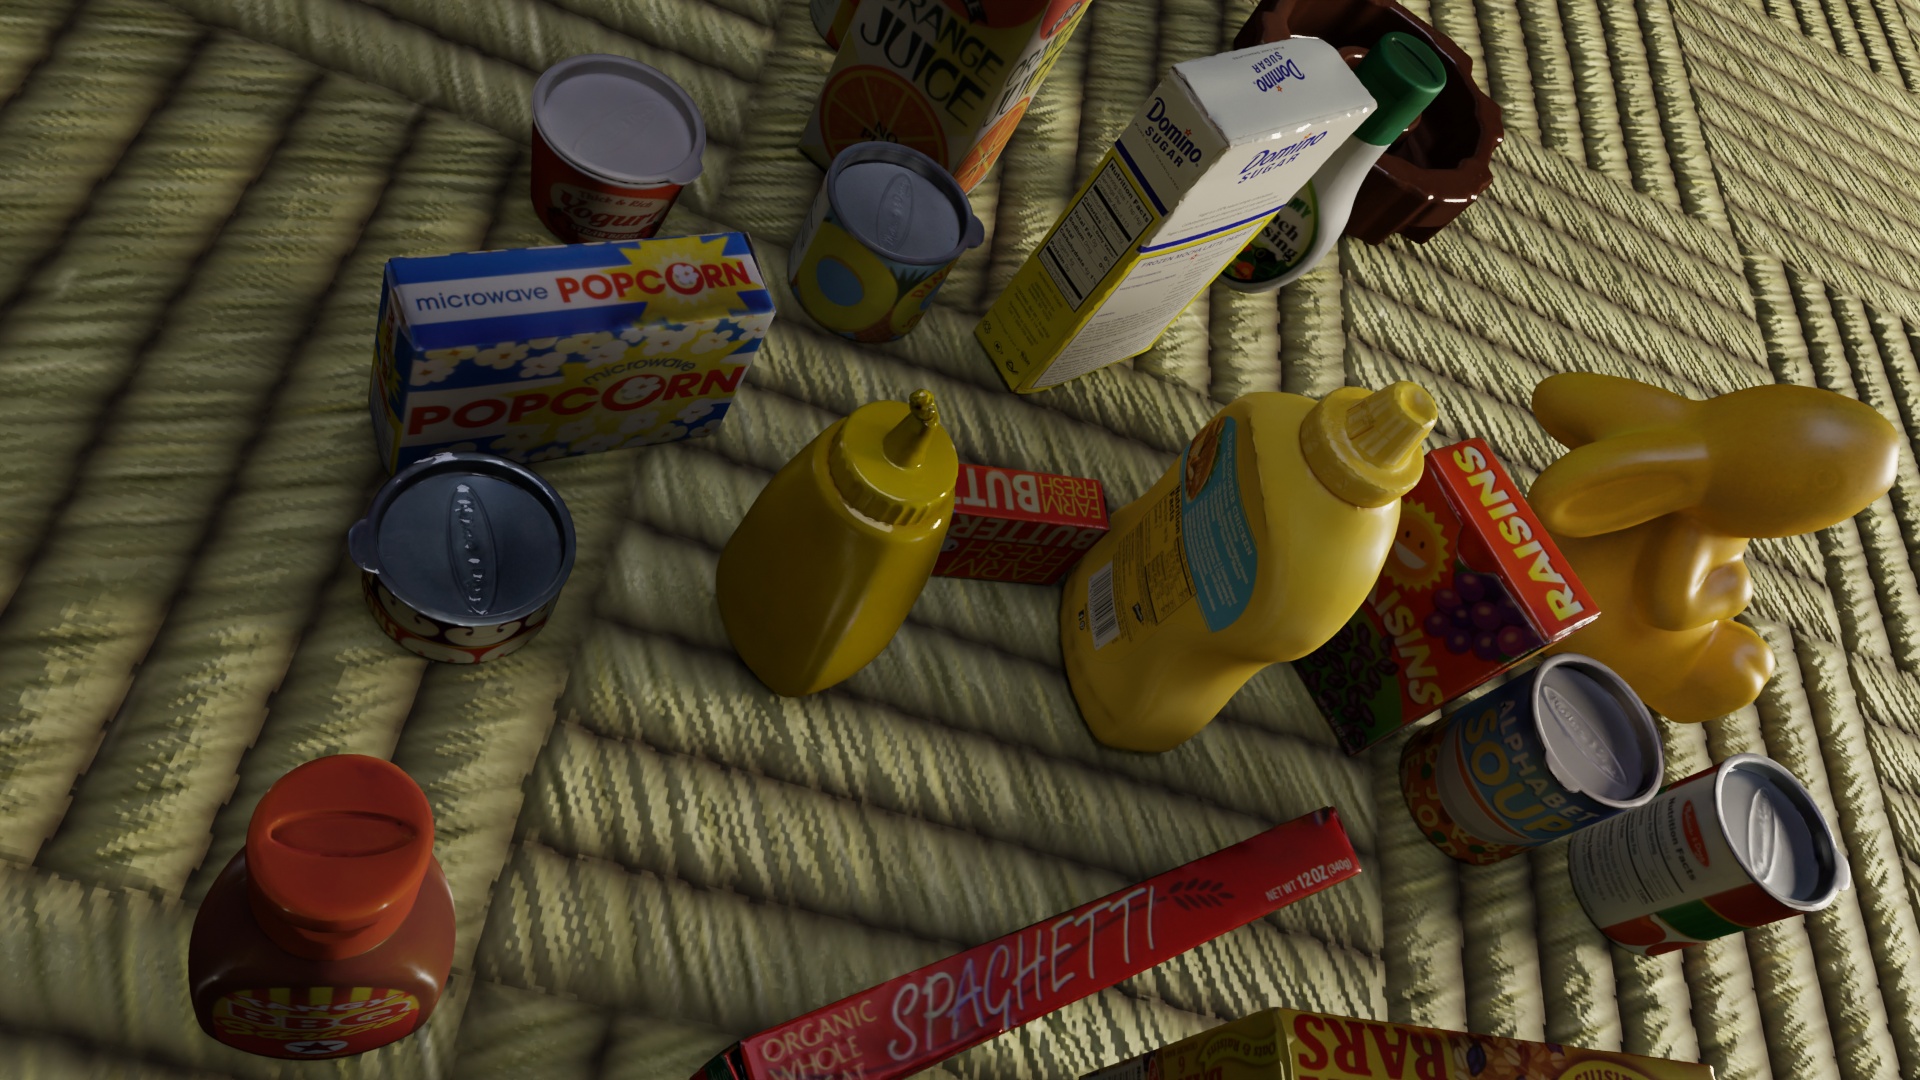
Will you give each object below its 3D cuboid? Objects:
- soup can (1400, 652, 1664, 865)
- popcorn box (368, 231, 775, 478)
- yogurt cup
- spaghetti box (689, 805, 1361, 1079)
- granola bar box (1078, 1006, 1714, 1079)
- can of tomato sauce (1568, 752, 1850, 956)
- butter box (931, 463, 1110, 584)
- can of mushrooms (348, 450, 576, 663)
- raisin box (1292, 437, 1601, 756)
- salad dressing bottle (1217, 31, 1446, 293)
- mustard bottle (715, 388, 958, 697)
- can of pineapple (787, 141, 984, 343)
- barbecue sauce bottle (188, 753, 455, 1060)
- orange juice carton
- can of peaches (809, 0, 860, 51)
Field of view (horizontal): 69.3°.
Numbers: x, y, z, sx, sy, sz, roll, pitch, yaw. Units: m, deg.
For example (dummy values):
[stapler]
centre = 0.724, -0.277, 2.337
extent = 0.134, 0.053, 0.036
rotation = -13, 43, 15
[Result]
[soup can]
centre = 0.236, 0.095, 0.584
extent = 0.071, 0.083, 0.071
rotation = 13, 57, -20
[popcorn box]
centre = -0.139, -0.066, 0.493
extent = 0.127, 0.084, 0.038
rotation = -13, 68, -32
[yogurt cup]
centre = -0.143, -0.154, 0.564
extent = 0.072, 0.053, 0.073
rotation = 12, 57, -20
[spaghetti box]
centre = 0.032, 0.144, 0.473
extent = 0.251, 0.050, 0.029
rotation = -12, 68, -32
[granola bar box]
centre = 0.139, 0.192, 0.451
extent = 0.166, 0.123, 0.039
rotation = 14, 57, -19
[can of tomato sauce]
centre = 0.320, 0.138, 0.600
extent = 0.071, 0.082, 0.071
rotation = 13, 57, -20
[butter box]
centre = 0.002, -0.007, 0.548
extent = 0.104, 0.053, 0.024
rotation = 5, 60, -24
[can of mushrooms]
centre = -0.168, 0.006, 0.468
extent = 0.071, 0.033, 0.071
rotation = 12, 57, -20
[raisin box]
centre = 0.187, 0.026, 0.576
extent = 0.040, 0.122, 0.086
rotation = -15, 69, -33
[salad dressing bottle]
centre = 0.175, -0.182, 0.680
extent = 0.064, 0.147, 0.044
rotation = 46, 52, 5
[mustard bottle]
centre = -0.036, -0.003, 0.459
extent = 0.049, 0.159, 0.065
rotation = -27, 76, -36
[can of pineapple]
centre = -0.034, -0.127, 0.600
extent = 0.071, 0.057, 0.071
rotation = 12, 57, -20
[barbecue sauce bottle]
centre = -0.157, 0.095, 0.347
extent = 0.065, 0.147, 0.044
rotation = 7, 59, -23
[orange juice carton]
centre = 0.005, -0.226, 0.594
extent = 0.073, 0.191, 0.072
rotation = 40, 52, 0
[can of peaches]
centre = -0.034, -0.277, 0.691
extent = 0.071, 0.057, 0.071
rotation = 12, 57, -20
